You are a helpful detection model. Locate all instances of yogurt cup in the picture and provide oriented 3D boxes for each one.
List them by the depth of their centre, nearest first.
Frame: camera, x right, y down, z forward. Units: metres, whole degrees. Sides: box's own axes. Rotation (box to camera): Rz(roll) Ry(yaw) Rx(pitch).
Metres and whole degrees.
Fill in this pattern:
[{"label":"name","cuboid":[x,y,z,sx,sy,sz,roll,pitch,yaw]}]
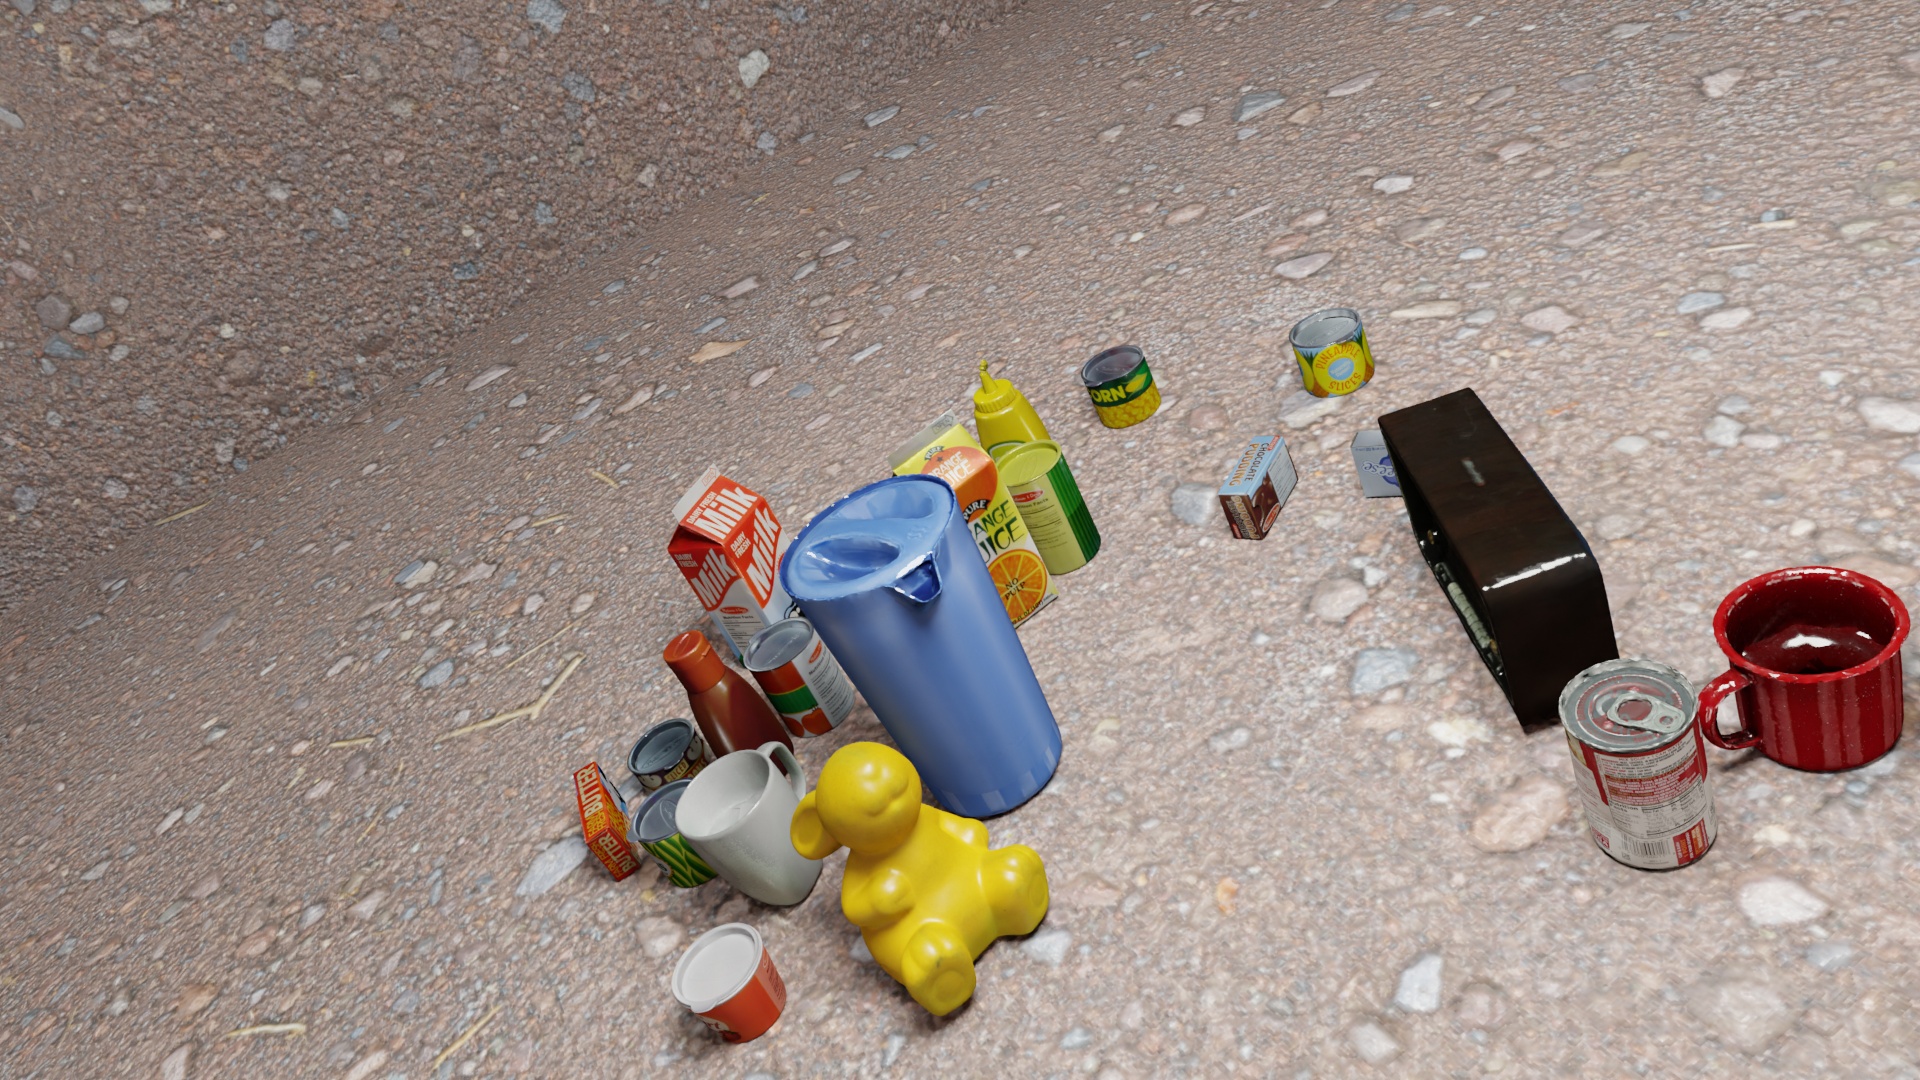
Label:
[{"label":"yogurt cup","cuboid":[-0.155,0.305,0.951,0.072,0.053,0.073,-20,31,13]}]

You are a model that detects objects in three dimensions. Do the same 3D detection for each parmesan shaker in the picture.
[{"label":"parmesan shaker","cuboid":[0.074,-0.029,1.227,0.071,0.102,0.072,-20,31,13]}]

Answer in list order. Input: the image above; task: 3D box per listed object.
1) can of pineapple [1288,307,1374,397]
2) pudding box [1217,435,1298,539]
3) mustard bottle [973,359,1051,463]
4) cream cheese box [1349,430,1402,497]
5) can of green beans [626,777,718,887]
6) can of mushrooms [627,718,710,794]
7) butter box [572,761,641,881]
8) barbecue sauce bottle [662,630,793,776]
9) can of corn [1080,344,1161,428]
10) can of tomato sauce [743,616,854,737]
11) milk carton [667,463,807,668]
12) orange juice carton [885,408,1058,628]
[{"label":"can of pineapple","cuboid":[0.343,-0.172,1.280,0.071,0.057,0.071,-20,31,13]},{"label":"pudding box","cuboid":[0.251,-0.046,1.169,0.030,0.049,0.084,1,41,39]},{"label":"mustard bottle","cuboid":[0.047,-0.100,1.299,0.065,0.159,0.049,-12,34,25]},{"label":"cream cheese box","cuboid":[0.368,-0.063,1.101,0.103,0.053,0.024,-2,39,36]},{"label":"can of green beans","cuboid":[-0.218,0.233,1.105,0.071,0.057,0.071,-20,31,13]},{"label":"can of mushrooms","cuboid":[-0.254,0.192,1.218,0.071,0.033,0.071,-20,31,13]},{"label":"butter box","cuboid":[-0.298,0.235,1.167,0.024,0.053,0.104,-31,31,-6]},{"label":"barbecue sauce bottle","cuboid":[-0.190,0.139,1.135,0.043,0.148,0.065,-10,35,27]},{"label":"can of corn","cuboid":[0.160,-0.152,1.391,0.071,0.058,0.071,-20,31,13]},{"label":"can of tomato sauce","cuboid":[-0.139,0.118,1.191,0.071,0.082,0.071,-20,31,13]},{"label":"milk carton","cuboid":[-0.199,0.025,1.272,0.073,0.189,0.073,-4,38,34]},{"label":"orange juice carton","cuboid":[0.004,-0.015,1.173,0.072,0.192,0.073,-36,32,-15]}]
